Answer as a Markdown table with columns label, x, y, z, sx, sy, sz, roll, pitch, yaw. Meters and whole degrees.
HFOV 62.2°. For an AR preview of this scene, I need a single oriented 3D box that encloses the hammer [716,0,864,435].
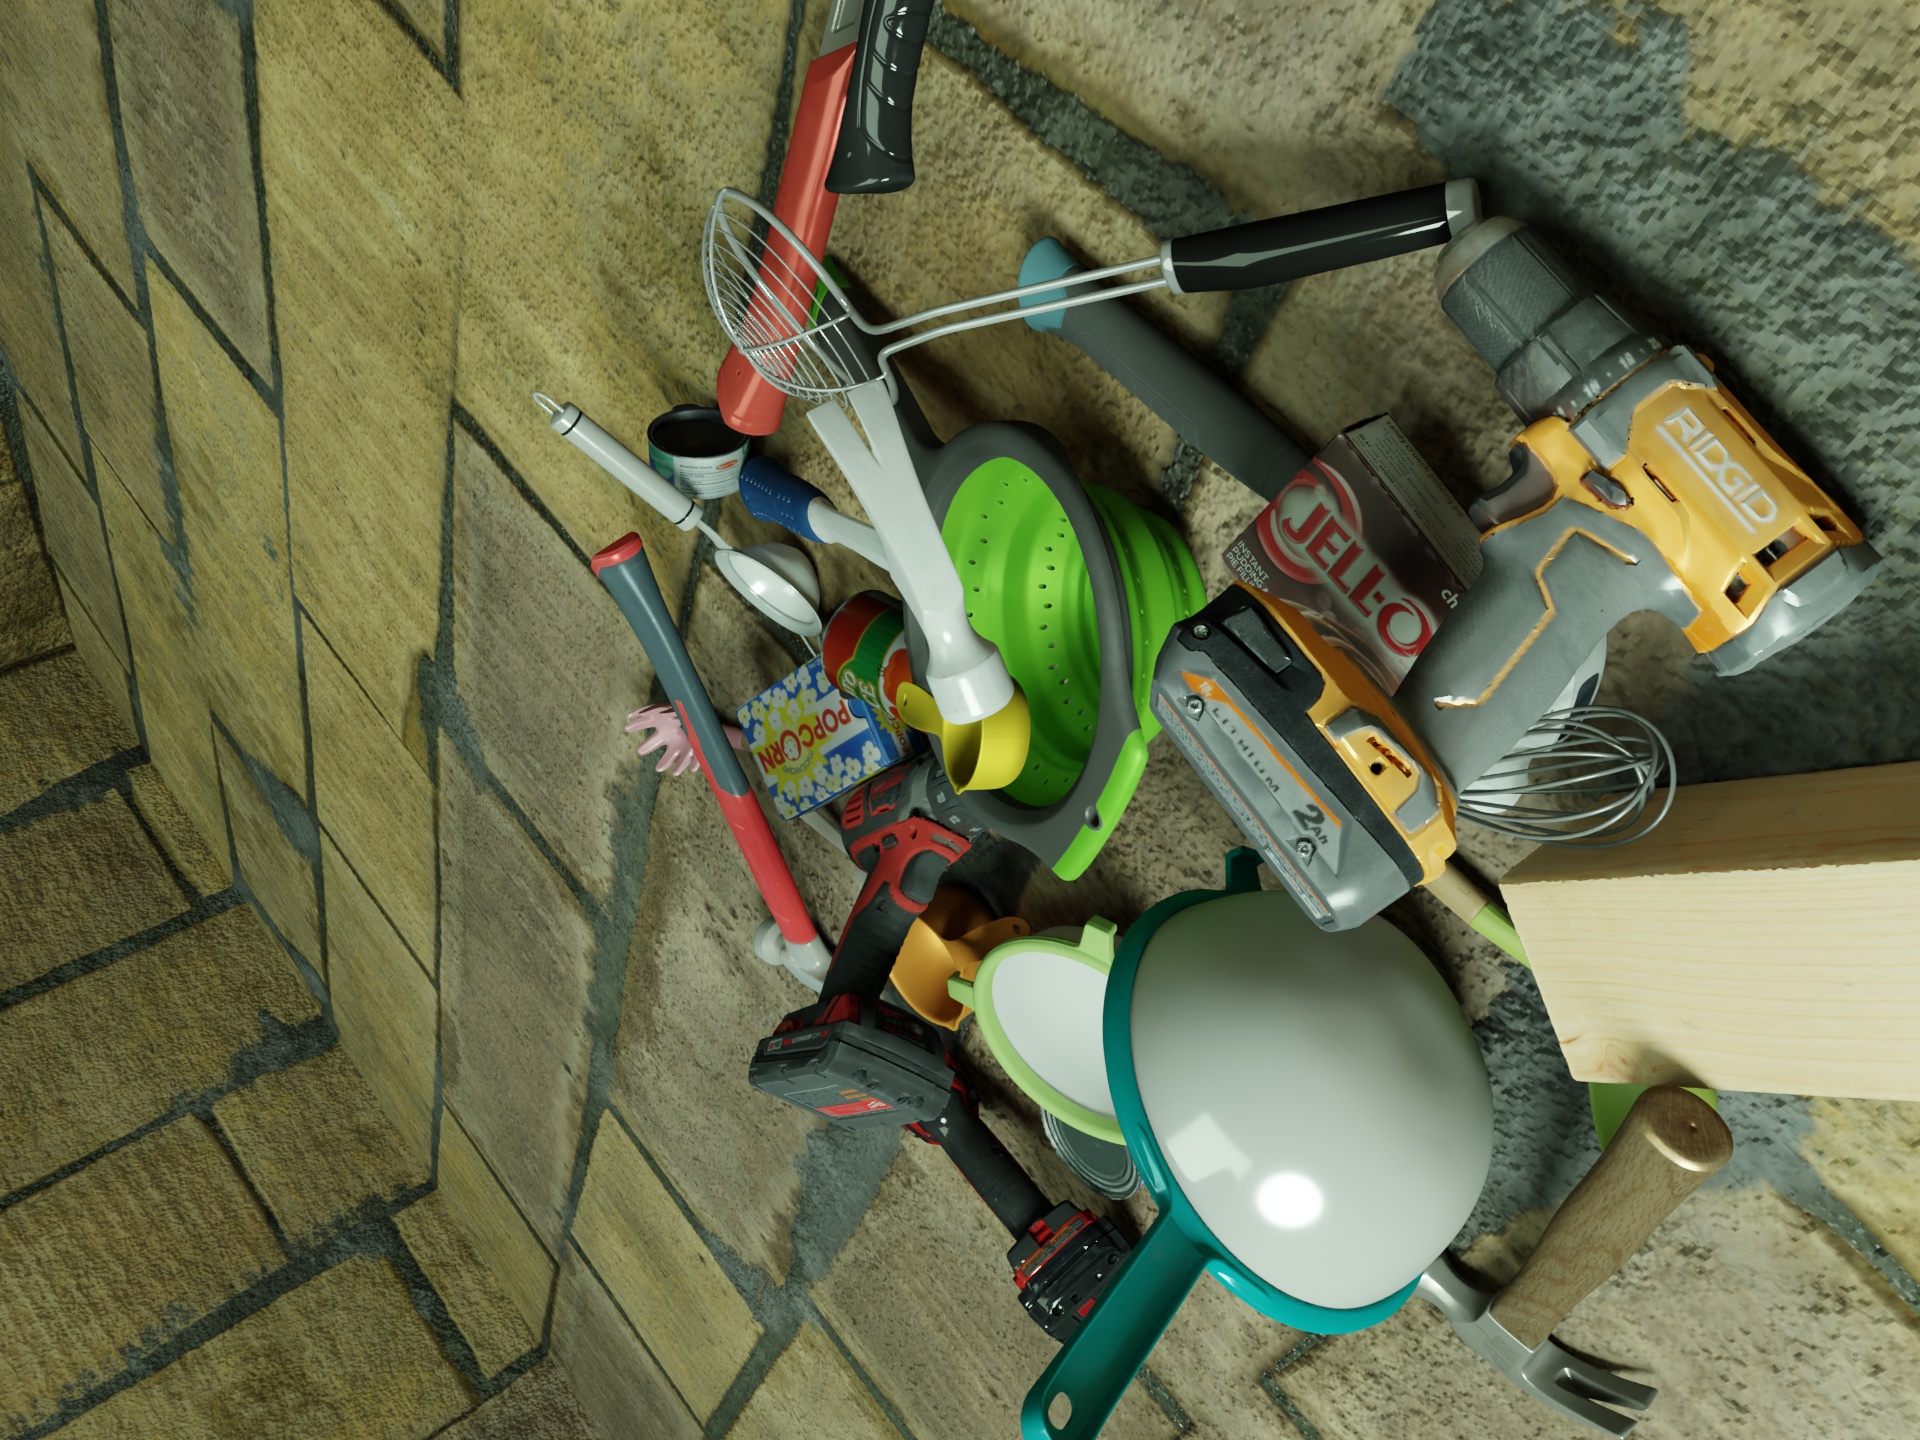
| label | x | y | z | sx | sy | sz | roll | pitch | yaw |
| --- | --- | --- | --- | --- | --- | --- | --- | --- | --- |
| hammer | -0.062 | -0.296 | 0.803 | 0.149 | 0.036 | 0.358 | 44 | 134 | 25 |

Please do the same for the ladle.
| label | x | y | z | sx | sy | sz | roll | pitch | yaw |
| --- | --- | --- | --- | --- | --- | --- | --- | --- | --- |
| ladle | 0.210 | 0.077 | 0.731 | 0.320 | 0.062 | 0.078 | 46 | 163 | 26 |

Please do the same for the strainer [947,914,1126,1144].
| label | x | y | z | sx | sy | sz | roll | pitch | yaw |
| --- | --- | --- | --- | --- | --- | --- | --- | --- | --- |
| strainer | 0.119 | 0.212 | 0.939 | 0.256 | 0.069 | 0.151 | 51 | 139 | -7 |

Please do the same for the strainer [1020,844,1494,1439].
| label | x | y | z | sx | sy | sz | roll | pitch | yaw |
| --- | --- | --- | --- | --- | --- | --- | --- | --- | --- |
| strainer | 0.138 | 0.179 | 0.667 | 0.095 | 0.340 | 0.211 | -39 | 86 | 39 |

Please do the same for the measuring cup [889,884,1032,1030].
| label | x | y | z | sx | sy | sz | roll | pitch | yaw |
| --- | --- | --- | --- | --- | --- | --- | --- | --- | --- |
| measuring cup | 0.012 | 0.140 | 1.029 | 0.173 | 0.052 | 0.095 | -32 | 87 | 53 |

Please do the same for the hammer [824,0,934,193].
| label | x | y | z | sx | sy | sz | roll | pitch | yaw |
| --- | --- | --- | --- | --- | --- | --- | --- | --- | --- |
| hammer | -0.013 | -0.384 | 0.659 | 0.146 | 0.035 | 0.334 | 35 | 126 | 30 |

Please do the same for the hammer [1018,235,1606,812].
| label | x | y | z | sx | sy | sz | roll | pitch | yaw |
| --- | --- | --- | --- | --- | --- | --- | --- | --- | --- |
| hammer | 0.143 | -0.109 | 0.707 | 0.331 | 0.033 | 0.128 | 45 | 143 | 23 |

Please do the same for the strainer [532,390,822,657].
| label | x | y | z | sx | sy | sz | roll | pitch | yaw |
| --- | --- | --- | --- | --- | --- | --- | --- | --- | --- |
| strainer | -0.164 | -0.126 | 1.002 | 0.258 | 0.050 | 0.087 | 39 | 164 | -33 |

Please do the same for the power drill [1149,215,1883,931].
| label | x | y | z | sx | sy | sz | roll | pitch | yaw |
| --- | --- | --- | --- | --- | --- | --- | --- | --- | --- |
| power drill | 0.172 | -0.057 | 0.560 | 0.185 | 0.226 | 0.084 | 54 | 179 | 11 |

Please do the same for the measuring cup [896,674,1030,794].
| label | x | y | z | sx | sy | sz | roll | pitch | yaw |
| --- | --- | --- | --- | --- | --- | --- | --- | --- | --- |
| measuring cup | -0.001 | -0.003 | 0.788 | 0.157 | 0.029 | 0.062 | -154 | 67 | -72 |

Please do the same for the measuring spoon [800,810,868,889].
| label | x | y | z | sx | sy | sz | roll | pitch | yaw |
| --- | --- | --- | --- | --- | --- | --- | --- | --- | --- |
| measuring spoon | -0.098 | 0.084 | 1.138 | 0.124 | 0.018 | 0.034 | 40 | 145 | 9 |

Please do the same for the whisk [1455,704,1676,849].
| label | x | y | z | sx | sy | sz | roll | pitch | yaw |
| --- | --- | --- | --- | --- | --- | --- | --- | --- | --- |
| whisk | 0.194 | 0.032 | 0.673 | 0.239 | 0.055 | 0.055 | -13 | 103 | 60 |

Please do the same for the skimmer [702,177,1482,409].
| label | x | y | z | sx | sy | sz | roll | pitch | yaw |
| --- | --- | --- | --- | --- | --- | --- | --- | --- | --- |
| skimmer | 0.040 | -0.206 | 0.696 | 0.363 | 0.090 | 0.127 | -4 | 143 | 28 |

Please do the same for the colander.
| label | x | y | z | sx | sy | sz | roll | pitch | yaw |
| --- | --- | --- | --- | --- | --- | --- | --- | --- | --- |
| colander | 0.024 | -0.109 | 0.827 | 0.398 | 0.094 | 0.204 | 63 | 148 | 31 |

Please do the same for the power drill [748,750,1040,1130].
| label | x | y | z | sx | sy | sz | roll | pitch | yaw |
| --- | --- | --- | --- | --- | --- | --- | --- | --- | --- |
| power drill | -0.027 | 0.116 | 0.939 | 0.080 | 0.227 | 0.188 | 30 | 149 | -24 |

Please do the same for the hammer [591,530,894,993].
| label | x | y | z | sx | sy | sz | roll | pitch | yaw |
| --- | --- | --- | --- | --- | --- | --- | --- | --- | --- |
| hammer | -0.158 | 0.043 | 1.132 | 0.143 | 0.038 | 0.386 | 16 | 135 | 47 |

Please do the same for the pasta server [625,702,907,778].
| label | x | y | z | sx | sy | sz | roll | pitch | yaw |
| --- | --- | --- | --- | --- | --- | --- | --- | --- | --- |
| pasta server | -0.145 | 0.022 | 1.160 | 0.316 | 0.040 | 0.060 | 9 | 132 | 48 |

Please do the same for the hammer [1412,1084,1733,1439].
| label | x | y | z | sx | sy | sz | roll | pitch | yaw |
| --- | --- | --- | --- | --- | --- | --- | --- | --- | --- |
| hammer | 0.273 | 0.238 | 0.702 | 0.130 | 0.031 | 0.331 | 38 | 157 | 26 |

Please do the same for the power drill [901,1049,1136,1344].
| label | x | y | z | sx | sy | sz | roll | pitch | yaw |
| --- | --- | --- | --- | --- | --- | --- | --- | --- | --- |
| power drill | 0.026 | 0.312 | 1.085 | 0.220 | 0.078 | 0.143 | 45 | 171 | 30 |

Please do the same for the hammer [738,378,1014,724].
| label | x | y | z | sx | sy | sz | roll | pitch | yaw |
| --- | --- | --- | --- | --- | --- | --- | --- | --- | --- |
| hammer | -0.070 | -0.109 | 0.832 | 0.144 | 0.035 | 0.406 | 67 | 170 | -19 |
